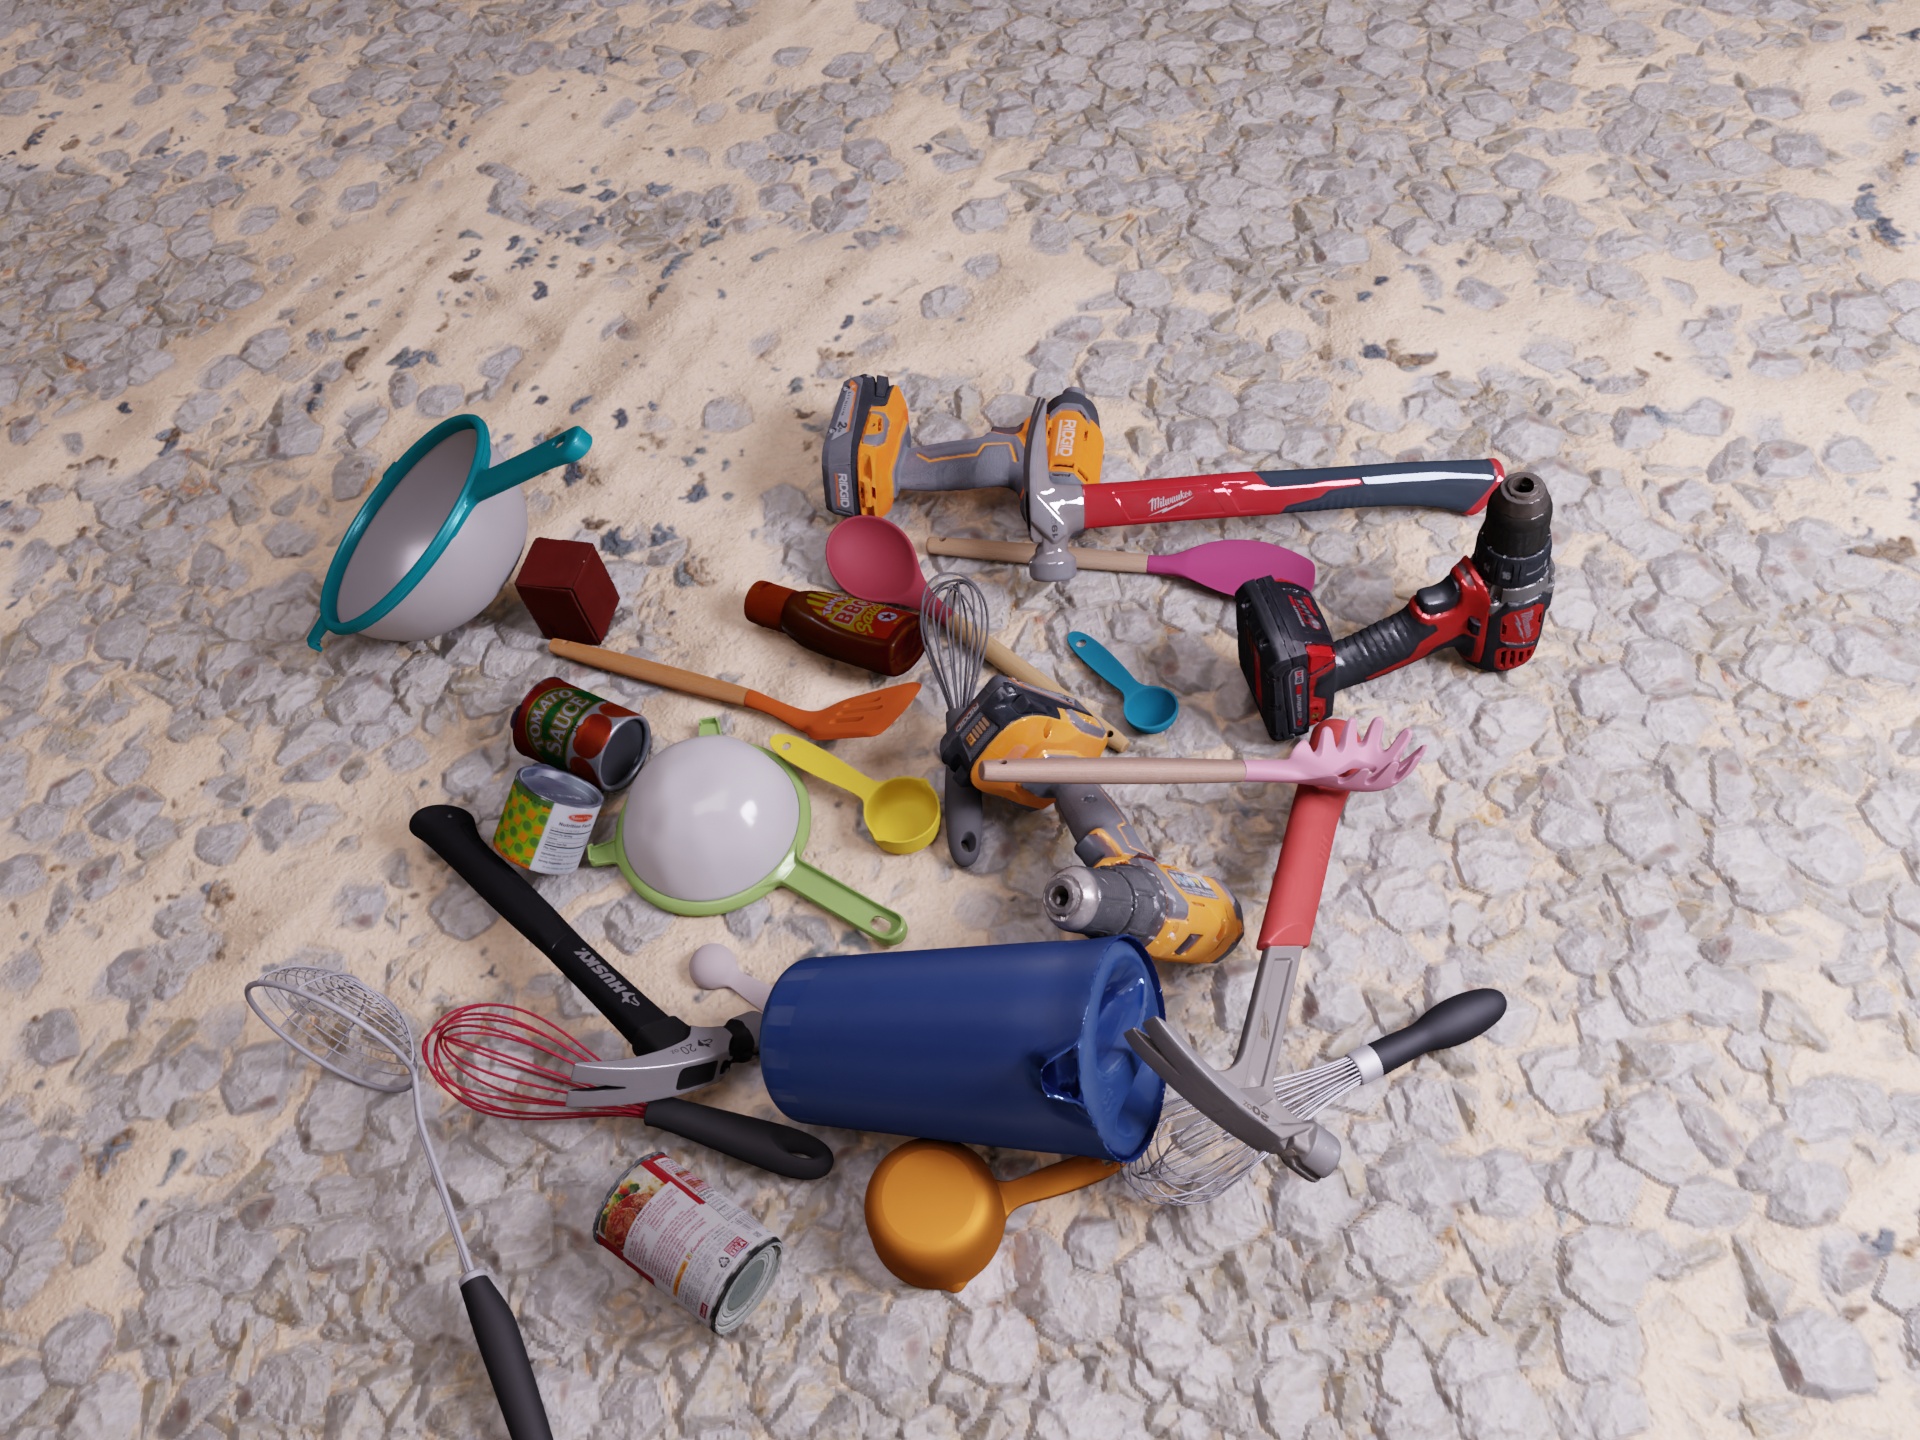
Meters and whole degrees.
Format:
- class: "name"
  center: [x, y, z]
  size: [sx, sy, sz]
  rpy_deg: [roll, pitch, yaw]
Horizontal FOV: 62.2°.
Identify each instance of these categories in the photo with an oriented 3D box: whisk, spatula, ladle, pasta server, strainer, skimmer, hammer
- class: "whisk"
  center: [0.230, 0.234, 1.020]
  size: [0.284, 0.070, 0.070]
  rpy_deg: [-22, 56, -14]
- class: "spatula"
  center: [-0.189, -0.031, 1.259]
  size: [0.323, 0.041, 0.081]
  rpy_deg: [14, 35, 18]
- class: "ladle"
  center: [0.012, -0.067, 1.266]
  size: [0.316, 0.031, 0.069]
  rpy_deg: [38, 86, 25]
- class: "whisk"
  center: [-0.003, -0.004, 1.201]
  size: [0.055, 0.055, 0.239]
  rpy_deg: [-4, 67, 4]
- class: "pasta server"
  center: [0.163, 0.027, 1.052]
  size: [0.316, 0.040, 0.060]
  rpy_deg: [1, 30, -19]
- class: "whisk"
  center: [-0.225, 0.254, 1.063]
  size: [0.296, 0.073, 0.073]
  rpy_deg: [15, 59, 10]
- class: "strainer"
  center: [-0.378, -0.154, 1.274]
  size: [0.340, 0.095, 0.211]
  rpy_deg: [-14, 51, 39]
- class: "skimmer"
  center: [-0.361, 0.314, 1.018]
  size: [0.090, 0.127, 0.364]
  rpy_deg: [-18, 63, -25]
- class: "strainer"
  center: [-0.147, 0.086, 1.157]
  size: [0.256, 0.069, 0.151]
  rpy_deg: [27, 63, 25]
- class: "hammer"
  center: [0.211, 0.116, 1.042]
  size: [0.149, 0.036, 0.359]
  rpy_deg: [39, 43, -12]
- class: "hammer"
  center: [-0.291, 0.154, 1.122]
  size: [0.335, 0.035, 0.146]
  rpy_deg: [34, 29, 32]
- class: "hammer"
  center: [0.242, -0.196, 1.262]
  size: [0.386, 0.143, 0.038]
  rpy_deg: [-5, 16, -6]

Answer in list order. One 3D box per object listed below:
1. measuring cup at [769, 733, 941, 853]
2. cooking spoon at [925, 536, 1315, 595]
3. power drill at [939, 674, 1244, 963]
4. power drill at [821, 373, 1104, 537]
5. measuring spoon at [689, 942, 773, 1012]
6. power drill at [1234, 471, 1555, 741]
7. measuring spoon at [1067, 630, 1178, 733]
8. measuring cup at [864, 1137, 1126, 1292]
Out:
- class: "measuring cup"
  center: [-0.081, 0.052, 1.199]
  size: [0.157, 0.029, 0.062]
  rpy_deg: [27, 63, 26]
- class: "cooking spoon"
  center: [0.127, -0.130, 1.299]
  size: [0.319, 0.017, 0.069]
  rpy_deg: [6, 49, 11]
- class: "power drill"
  center: [0.076, 0.070, 1.078]
  size: [0.084, 0.185, 0.226]
  rpy_deg: [-50, 55, 19]
- class: "power drill"
  center: [0.008, -0.233, 1.347]
  size: [0.226, 0.084, 0.164]
  rpy_deg: [6, 48, 6]
- class: "measuring spoon"
  center: [-0.140, 0.190, 1.116]
  size: [0.124, 0.018, 0.034]
  rpy_deg: [26, 63, 21]
- class: "power drill"
  center: [0.318, -0.084, 1.145]
  size: [0.226, 0.187, 0.080]
  rpy_deg: [-17, 55, 1]
- class: "measuring spoon"
  center: [0.123, -0.029, 1.236]
  size: [0.042, 0.021, 0.129]
  rpy_deg: [-32, 49, -13]
- class: "measuring cup"
  center: [0.023, 0.294, 1.003]
  size: [0.173, 0.052, 0.095]
  rpy_deg: [-18, 56, -2]
